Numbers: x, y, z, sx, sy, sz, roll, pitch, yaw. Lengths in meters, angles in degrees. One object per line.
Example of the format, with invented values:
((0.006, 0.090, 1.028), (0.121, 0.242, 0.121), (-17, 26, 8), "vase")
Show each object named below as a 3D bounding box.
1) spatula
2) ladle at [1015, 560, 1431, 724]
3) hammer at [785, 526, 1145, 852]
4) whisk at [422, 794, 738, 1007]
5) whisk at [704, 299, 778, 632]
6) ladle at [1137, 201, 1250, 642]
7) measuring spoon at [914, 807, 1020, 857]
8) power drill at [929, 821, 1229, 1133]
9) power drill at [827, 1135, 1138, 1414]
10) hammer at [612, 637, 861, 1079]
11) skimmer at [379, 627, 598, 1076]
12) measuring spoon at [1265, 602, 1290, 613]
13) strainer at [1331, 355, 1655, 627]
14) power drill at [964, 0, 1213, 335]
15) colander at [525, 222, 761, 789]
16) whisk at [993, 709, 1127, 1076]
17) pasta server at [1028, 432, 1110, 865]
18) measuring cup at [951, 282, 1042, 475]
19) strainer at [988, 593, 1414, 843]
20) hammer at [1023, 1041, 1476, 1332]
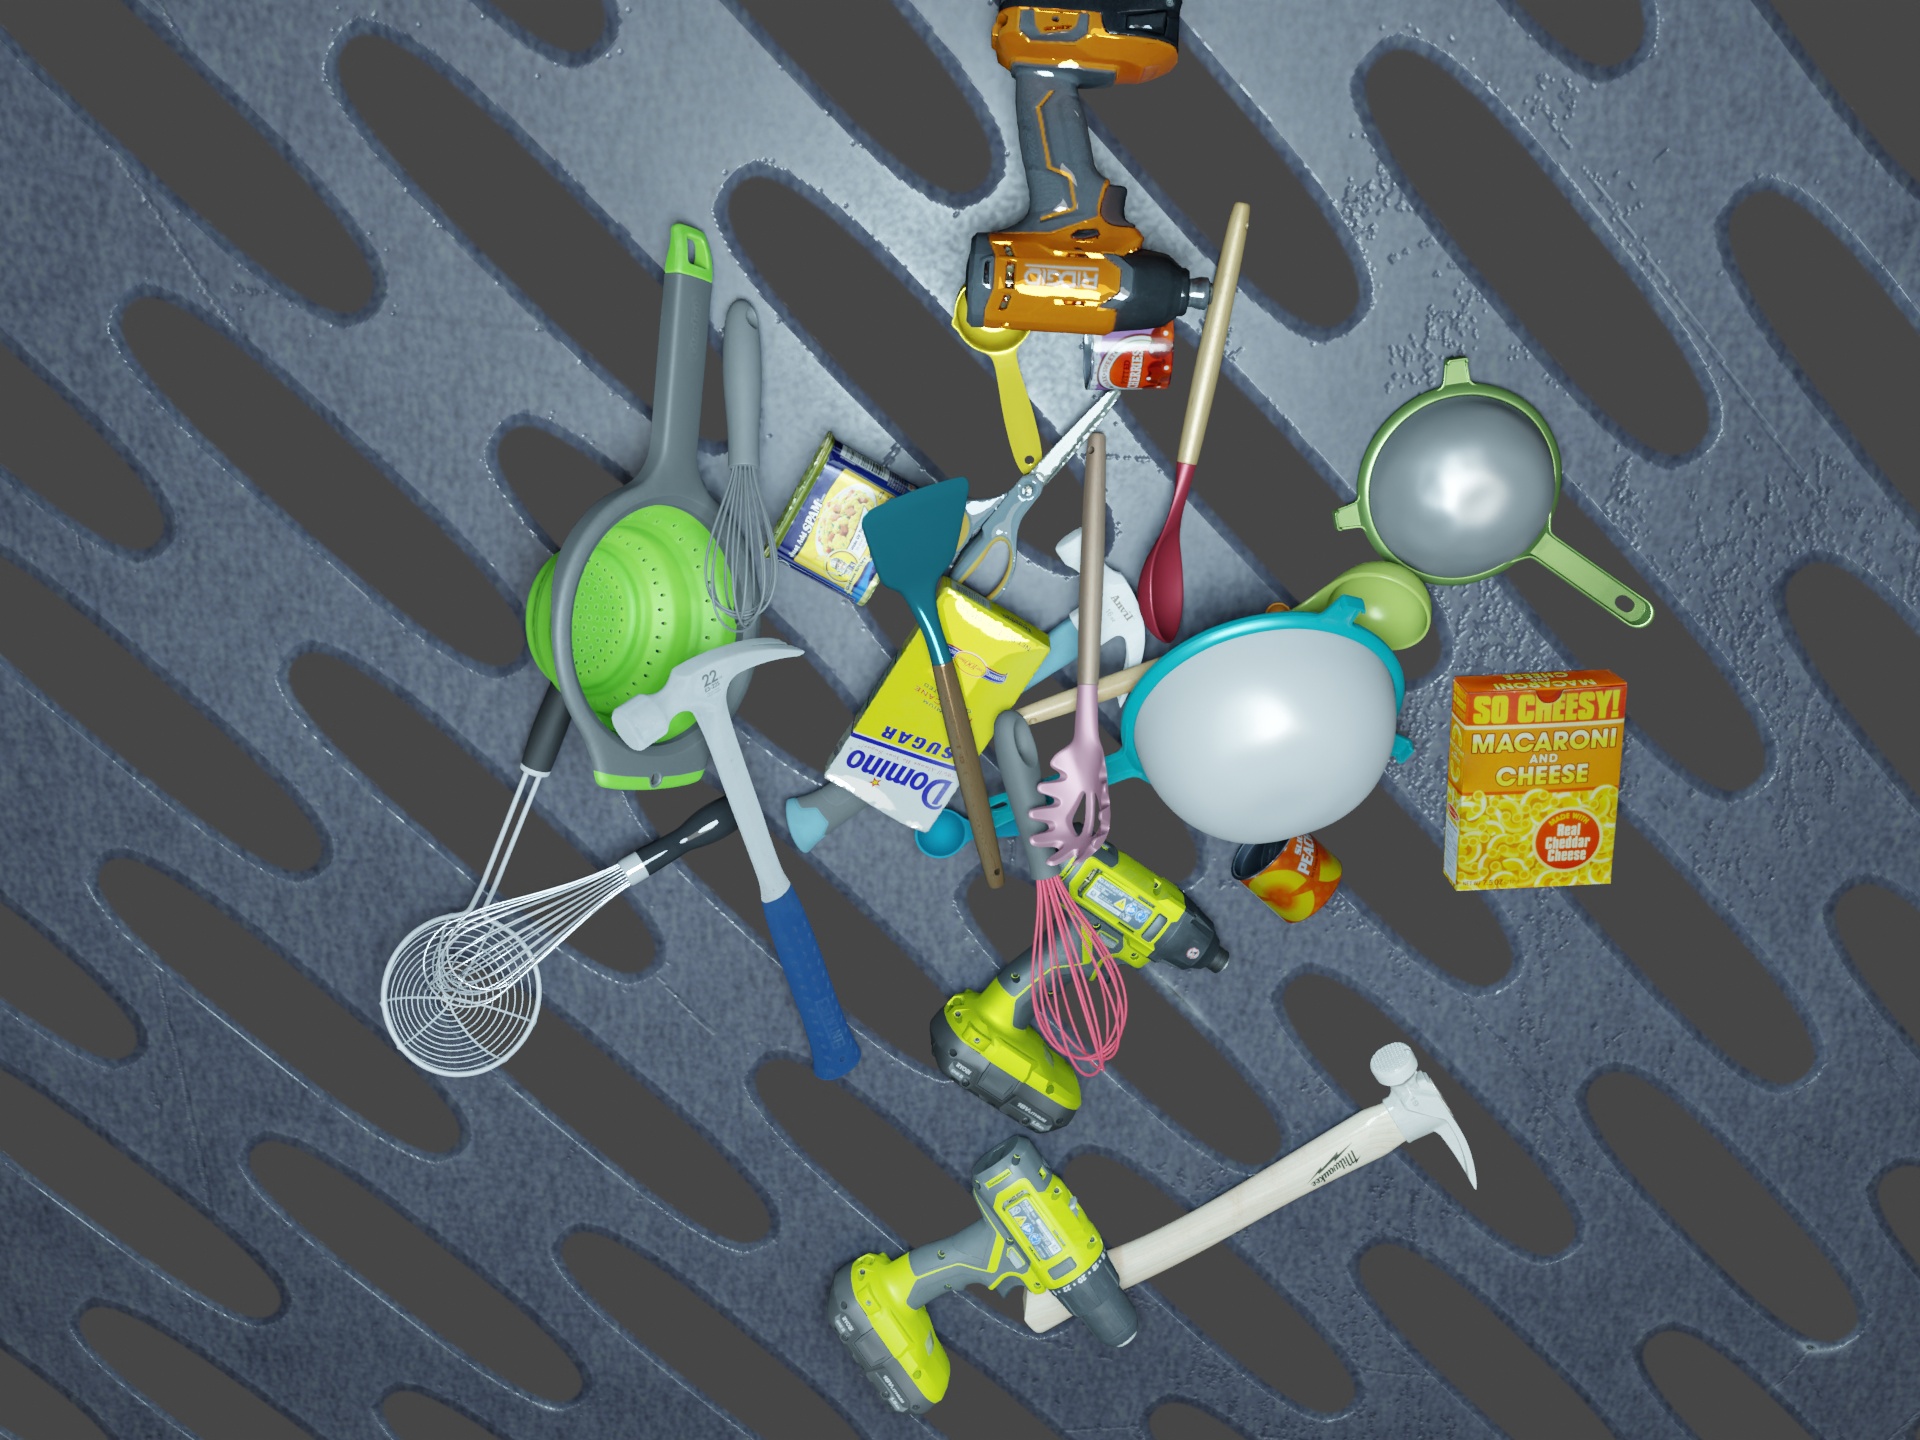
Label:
((-0.004, -0.015, 1.133), (0.082, 0.044, 0.317), (-23, 113, -21), "spatula")
((0.192, -0.044, 1.173), (0.320, 0.062, 0.078), (-19, 136, -3), "ladle")
((-0.002, -0.004, 1.227), (0.331, 0.033, 0.128), (-35, 104, 12), "hammer")
((-0.280, 0.130, 1.221), (0.284, 0.070, 0.070), (-31, 108, -15), "whisk")
((-0.156, -0.181, 1.126), (0.055, 0.055, 0.239), (-1, 85, 1), "whisk")
((0.170, -0.212, 1.150), (0.031, 0.069, 0.315), (17, 105, 24), "ladle")
((0.026, 0.081, 1.268), (0.128, 0.021, 0.042), (-7, 108, -7), "measuring spoon")
((0.094, 0.213, 1.280), (0.171, 0.080, 0.223), (35, 103, -11), "power drill")
((0.021, 0.489, 1.357), (0.228, 0.080, 0.190), (-35, 90, 11), "power drill")
((-0.139, 0.120, 1.214), (0.144, 0.035, 0.405), (-36, 130, -29), "hammer")
((-0.345, 0.104, 1.235), (0.127, 0.090, 0.363), (16, 108, -30), "skimmer")
((0.230, -0.038, 1.228), (0.021, 0.011, 0.117), (12, 112, -5), "measuring spoon")
((0.412, -0.136, 1.159), (0.256, 0.069, 0.151), (33, 106, -9), "strainer")
((0.091, -0.369, 1.050), (0.164, 0.084, 0.226), (4, 94, 0), "power drill")
((-0.236, -0.152, 1.145), (0.094, 0.204, 0.397), (8, 94, 33), "colander")
((0.068, 0.131, 1.184), (0.073, 0.073, 0.295), (-13, 105, 5), "whisk")
((0.089, -0.053, 1.145), (0.060, 0.040, 0.316), (-1, 83, 36), "pasta server")
((0.035, -0.250, 1.152), (0.062, 0.029, 0.156), (-13, 120, 5), "measuring cup")
((0.169, 0.046, 1.171), (0.340, 0.095, 0.210), (-20, 138, 14), "strainer")
((0.239, 0.431, 1.373), (0.410, 0.038, 0.146), (-32, 107, 11), "hammer")
